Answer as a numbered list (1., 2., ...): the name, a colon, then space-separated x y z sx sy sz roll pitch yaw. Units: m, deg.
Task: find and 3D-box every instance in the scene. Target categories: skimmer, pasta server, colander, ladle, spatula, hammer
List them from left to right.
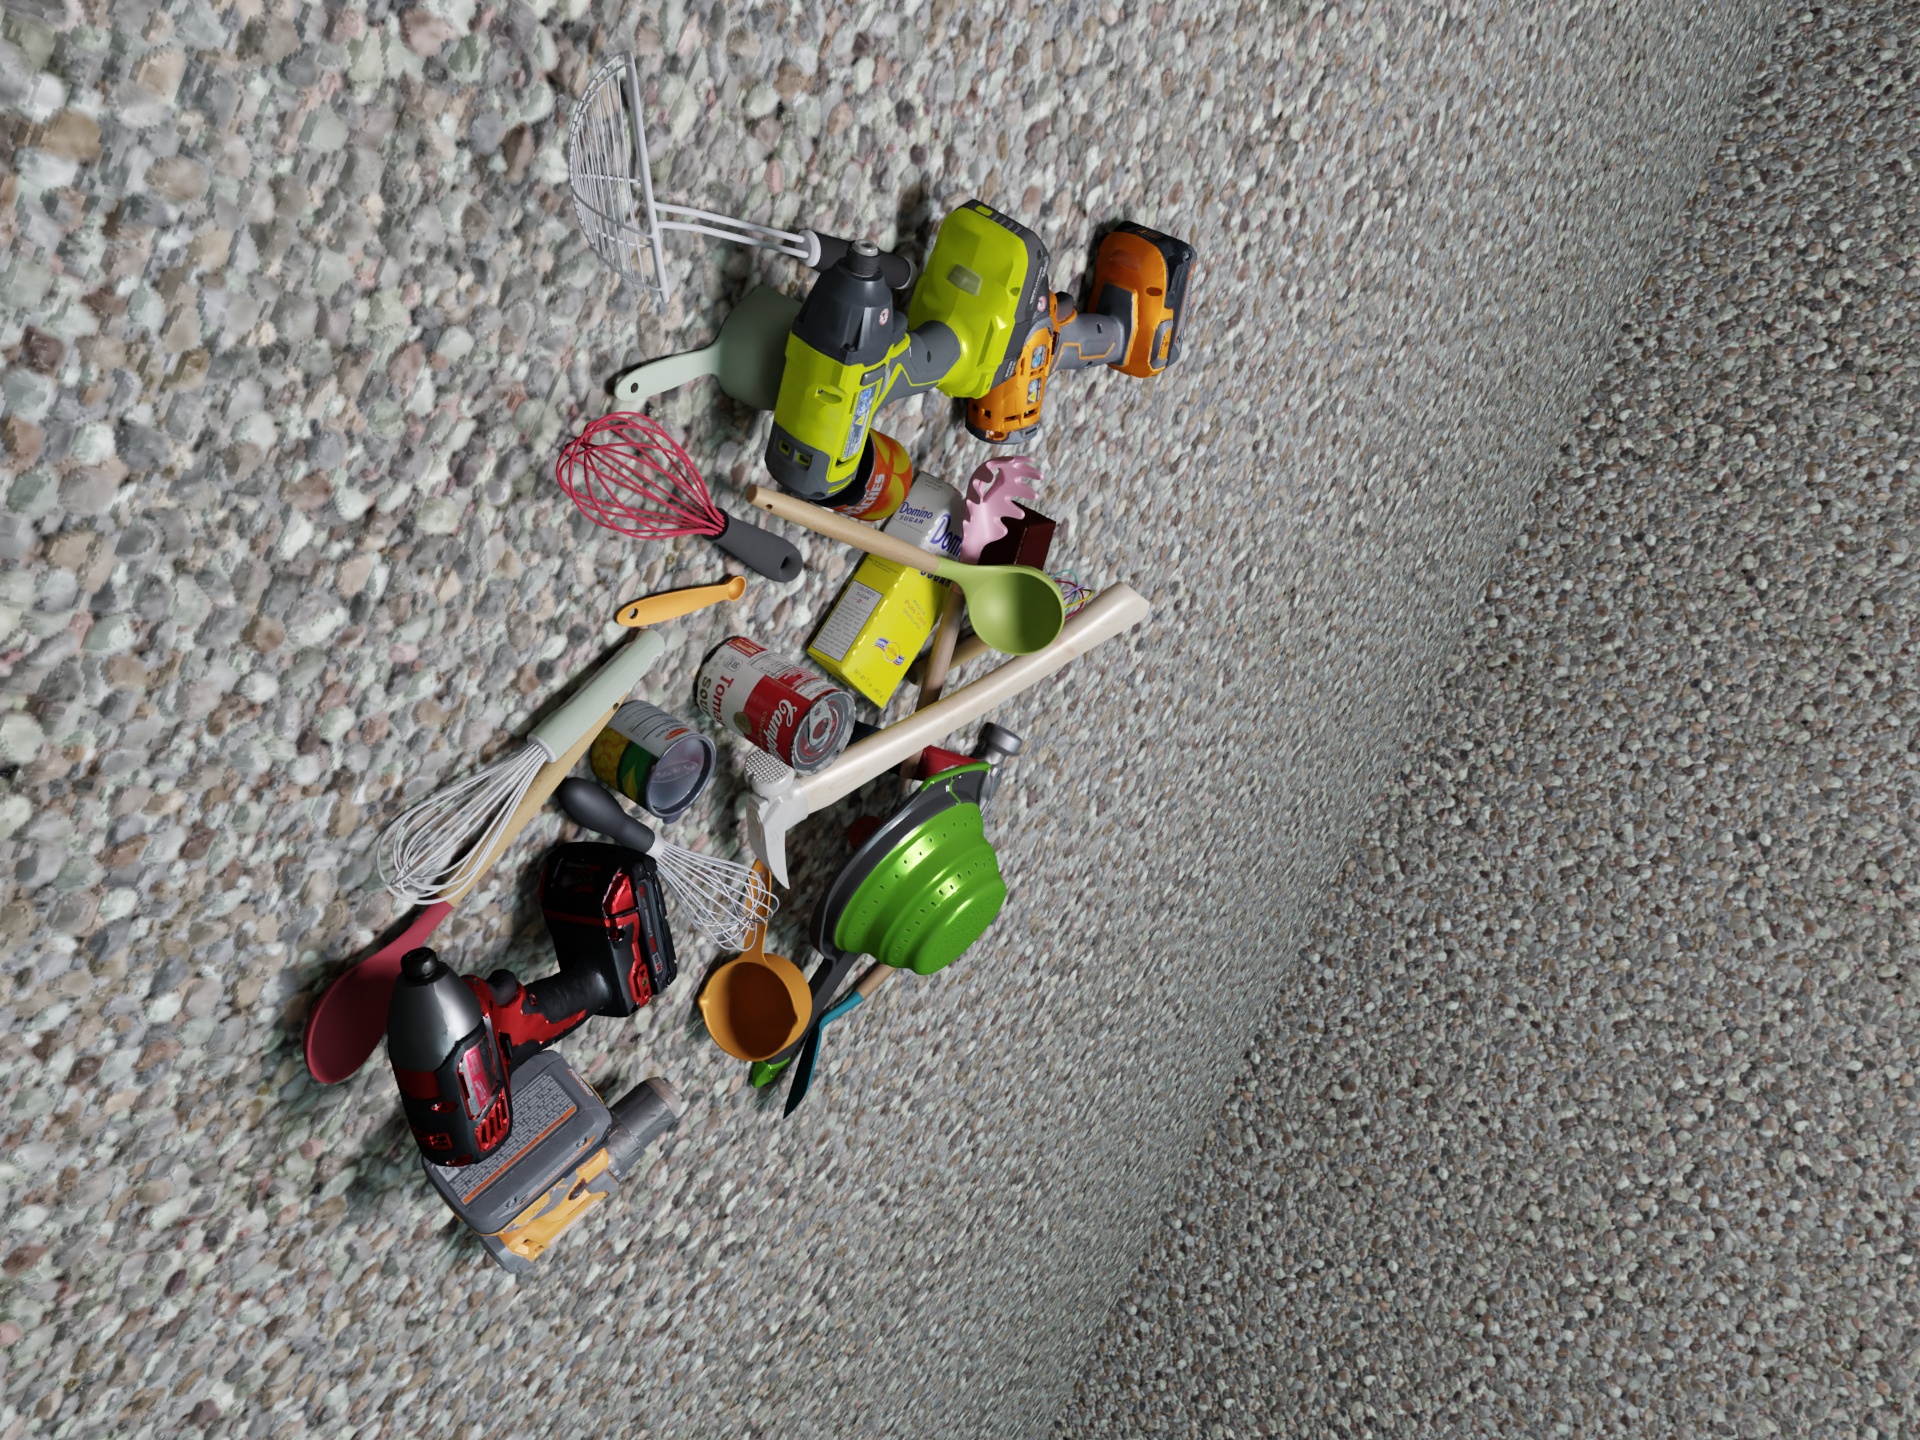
1. ladle: -0.320 0.097 1.041 0.315 0.031 0.069 -54 153 -18
2. skimmer: -0.105 -0.301 0.959 0.363 0.090 0.127 -12 93 -59
3. spatula: -0.080 0.269 1.601 0.317 0.044 0.082 -42 173 -36
4. colander: -0.068 0.216 1.424 0.204 0.094 0.397 -13 141 -58
5. hammer: -0.062 0.044 1.422 0.143 0.038 0.386 -61 153 4
6. ladle: -0.034 -0.113 1.175 0.078 0.062 0.320 -37 148 28
7. pasta server: -0.003 -0.080 1.309 0.060 0.040 0.316 -10 129 -39
8. hammer: -0.002 -0.004 1.337 0.410 0.038 0.146 -30 146 -25

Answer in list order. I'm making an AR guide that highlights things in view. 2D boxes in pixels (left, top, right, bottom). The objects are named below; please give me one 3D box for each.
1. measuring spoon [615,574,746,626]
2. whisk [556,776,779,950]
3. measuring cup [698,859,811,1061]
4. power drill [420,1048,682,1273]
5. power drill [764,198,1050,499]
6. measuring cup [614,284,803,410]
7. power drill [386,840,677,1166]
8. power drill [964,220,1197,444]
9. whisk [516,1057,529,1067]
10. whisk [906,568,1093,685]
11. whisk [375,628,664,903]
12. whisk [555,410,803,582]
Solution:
1. measuring spoon: -0.195 -0.084 1.105 0.117 0.011 0.021 -21 133 -47
2. whisk: -0.219 0.104 1.197 0.070 0.070 0.284 -55 147 -11
3. measuring cup: -0.168 0.202 1.366 0.052 0.095 0.173 -3 99 -71
4. power drill: -0.294 0.318 1.189 0.185 0.084 0.226 -40 162 -20
5. power drill: -0.035 -0.260 1.059 0.223 0.080 0.171 -42 159 -46
6. measuring cup: -0.148 -0.224 1.013 0.167 0.038 0.083 -33 142 -46
7. power drill: -0.285 0.172 1.044 0.220 0.078 0.143 -44 133 -55
8. power drill: 0.095 -0.332 1.288 0.226 0.084 0.164 -32 141 -38
9. whisk: -0.334 0.240 1.134 0.055 0.055 0.238 -52 156 -17
10. whisk: 0.041 -0.085 1.472 0.245 0.047 0.051 -29 141 -41
11. whisk: -0.277 0.023 1.029 0.246 0.059 0.058 -49 -172 -29
12. whisk: -0.171 -0.135 1.047 0.073 0.073 0.295 -61 159 1
